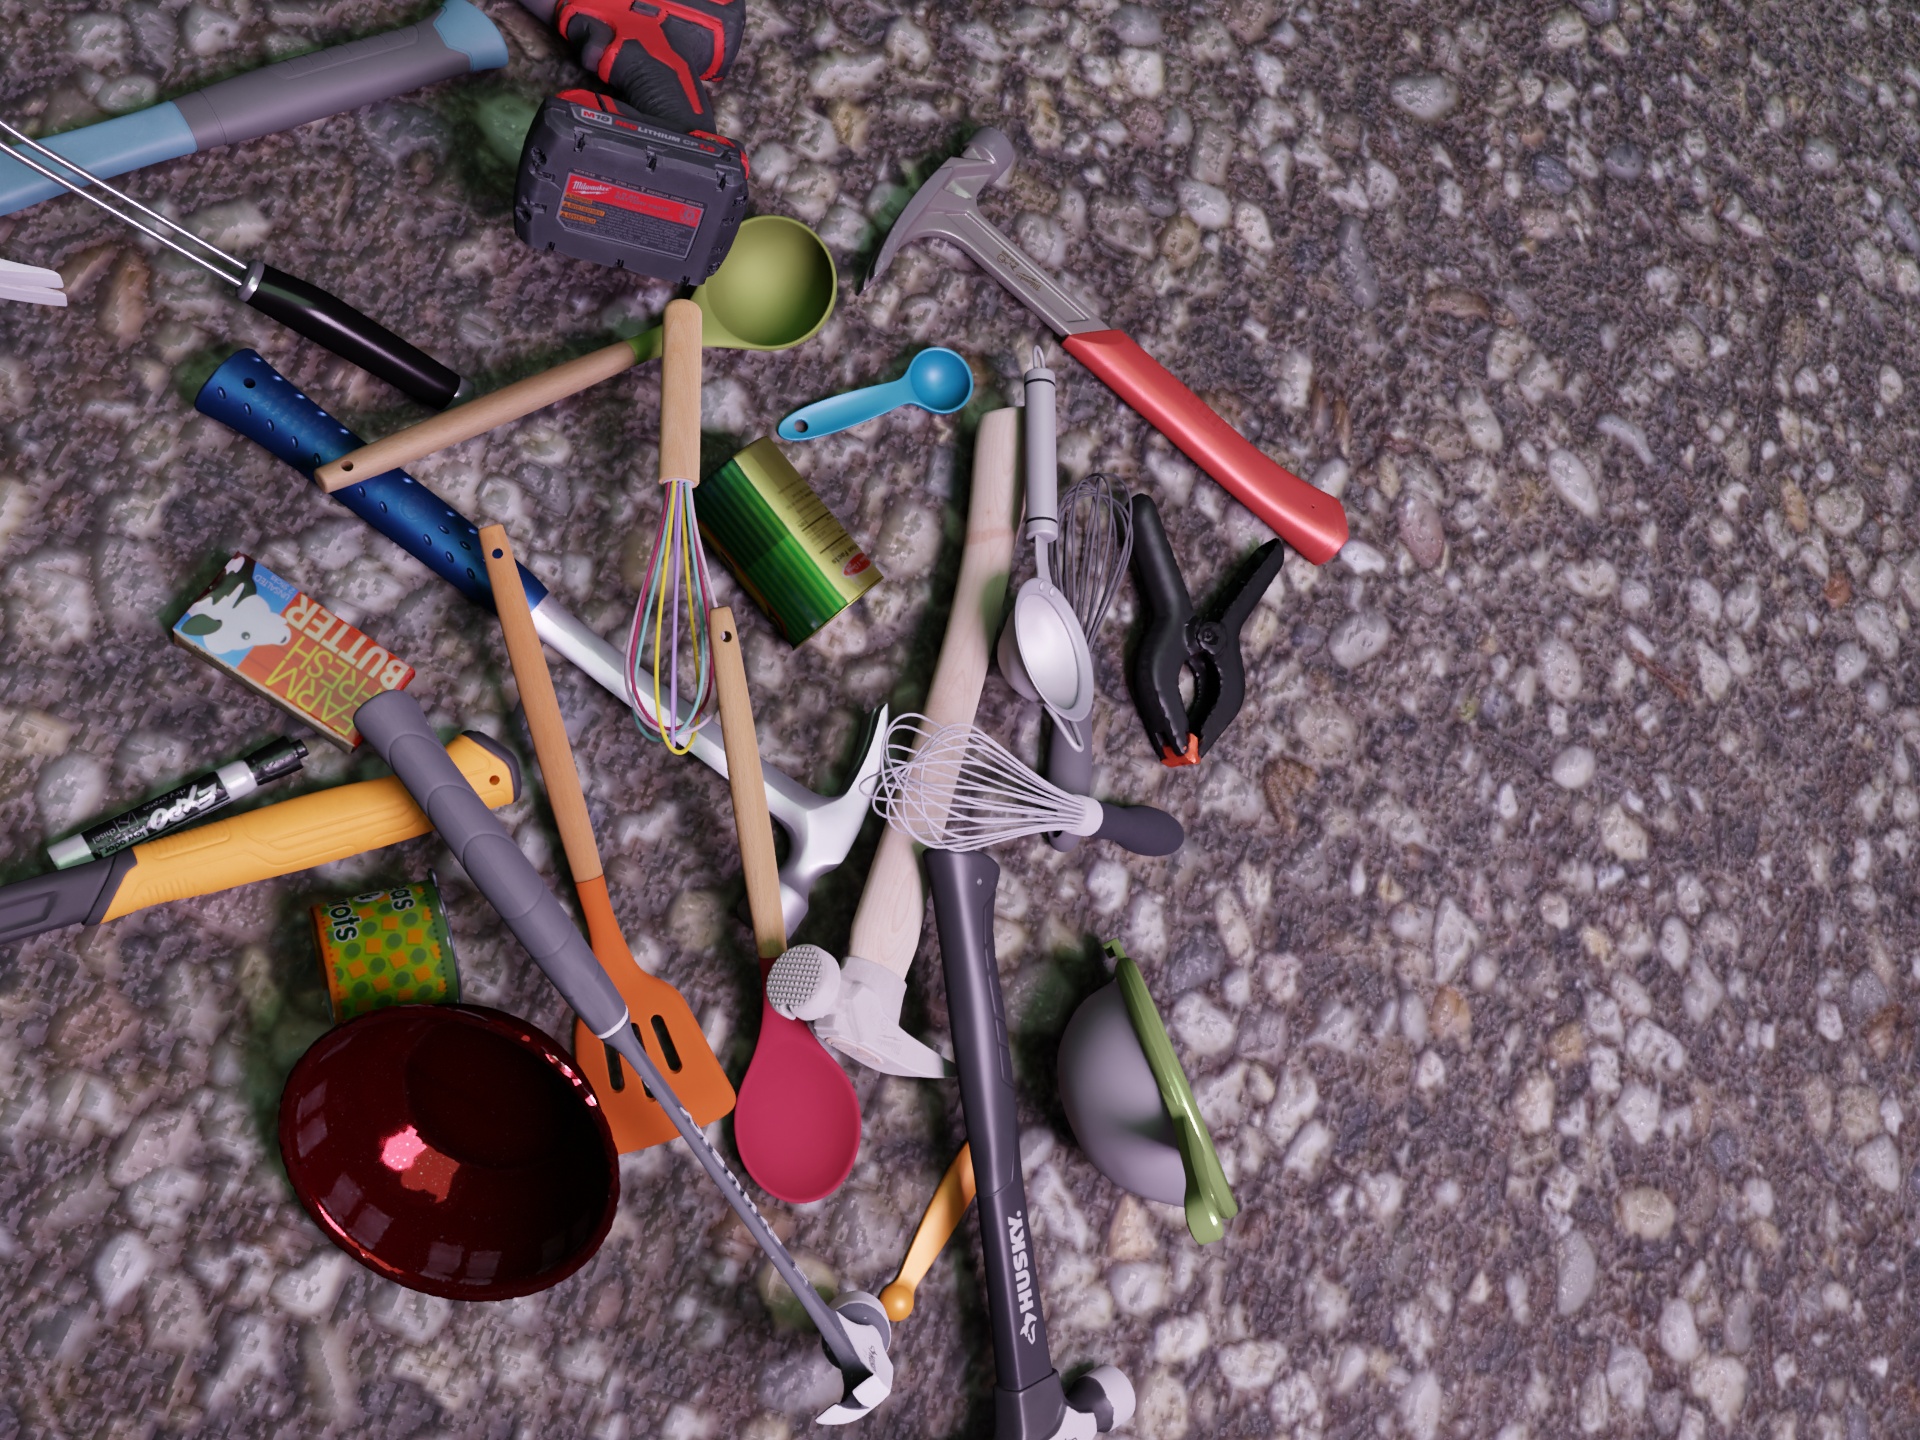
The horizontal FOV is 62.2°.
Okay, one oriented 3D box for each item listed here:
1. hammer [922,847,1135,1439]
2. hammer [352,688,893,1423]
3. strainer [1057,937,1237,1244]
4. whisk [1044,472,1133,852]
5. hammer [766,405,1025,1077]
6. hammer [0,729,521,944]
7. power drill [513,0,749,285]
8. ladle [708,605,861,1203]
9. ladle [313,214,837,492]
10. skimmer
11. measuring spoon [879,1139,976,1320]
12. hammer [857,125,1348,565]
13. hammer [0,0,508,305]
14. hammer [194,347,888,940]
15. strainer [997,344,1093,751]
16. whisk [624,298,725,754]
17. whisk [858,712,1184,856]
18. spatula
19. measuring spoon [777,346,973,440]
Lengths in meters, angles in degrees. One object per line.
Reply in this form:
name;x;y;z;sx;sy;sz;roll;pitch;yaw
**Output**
hammer;0.015;0.232;0.840;0.146;0.035;0.335;-7;89;-44
hammer;-0.157;0.157;0.751;0.036;0.149;0.409;-36;90;-7
strainer;0.092;0.219;0.831;0.069;0.256;0.151;-23;95;5
whisk;0.074;-0.038;0.969;0.055;0.055;0.239;10;79;-22
hammer;-0.001;-0.003;0.916;0.146;0.038;0.411;41;54;-44
hammer;-0.367;0.078;0.740;0.337;0.034;0.127;-18;106;-31
power drill;-0.189;-0.352;0.879;0.143;0.078;0.220;9;53;-24
ladle;-0.102;0.097;0.828;0.069;0.031;0.315;-11;99;-23
ladle;-0.198;-0.195;0.858;0.320;0.062;0.078;-33;89;-33
skimmer;-0.412;-0.237;0.766;0.363;0.090;0.127;29;62;-39
measuring spoon;-0.010;0.276;0.877;0.021;0.011;0.117;38;66;-12
hammer;0.108;-0.218;1.030;0.359;0.036;0.149;39;66;-11
hammer;-0.393;-0.316;0.830;0.331;0.033;0.128;-32;91;-27
hammer;-0.215;-0.056;0.849;0.405;0.035;0.144;38;66;-12
strainer;0.047;-0.103;0.933;0.086;0.050;0.259;24;61;-54
whisk;-0.149;-0.103;0.840;0.047;0.051;0.245;9;76;-45
whisk;0.048;0.047;0.879;0.284;0.070;0.070;15;70;-51
spatula;-0.195;0.058;0.809;0.081;0.041;0.322;-16;97;-14
measuring spoon;-0.053;-0.192;0.967;0.128;0.021;0.042;-22;88;-18
